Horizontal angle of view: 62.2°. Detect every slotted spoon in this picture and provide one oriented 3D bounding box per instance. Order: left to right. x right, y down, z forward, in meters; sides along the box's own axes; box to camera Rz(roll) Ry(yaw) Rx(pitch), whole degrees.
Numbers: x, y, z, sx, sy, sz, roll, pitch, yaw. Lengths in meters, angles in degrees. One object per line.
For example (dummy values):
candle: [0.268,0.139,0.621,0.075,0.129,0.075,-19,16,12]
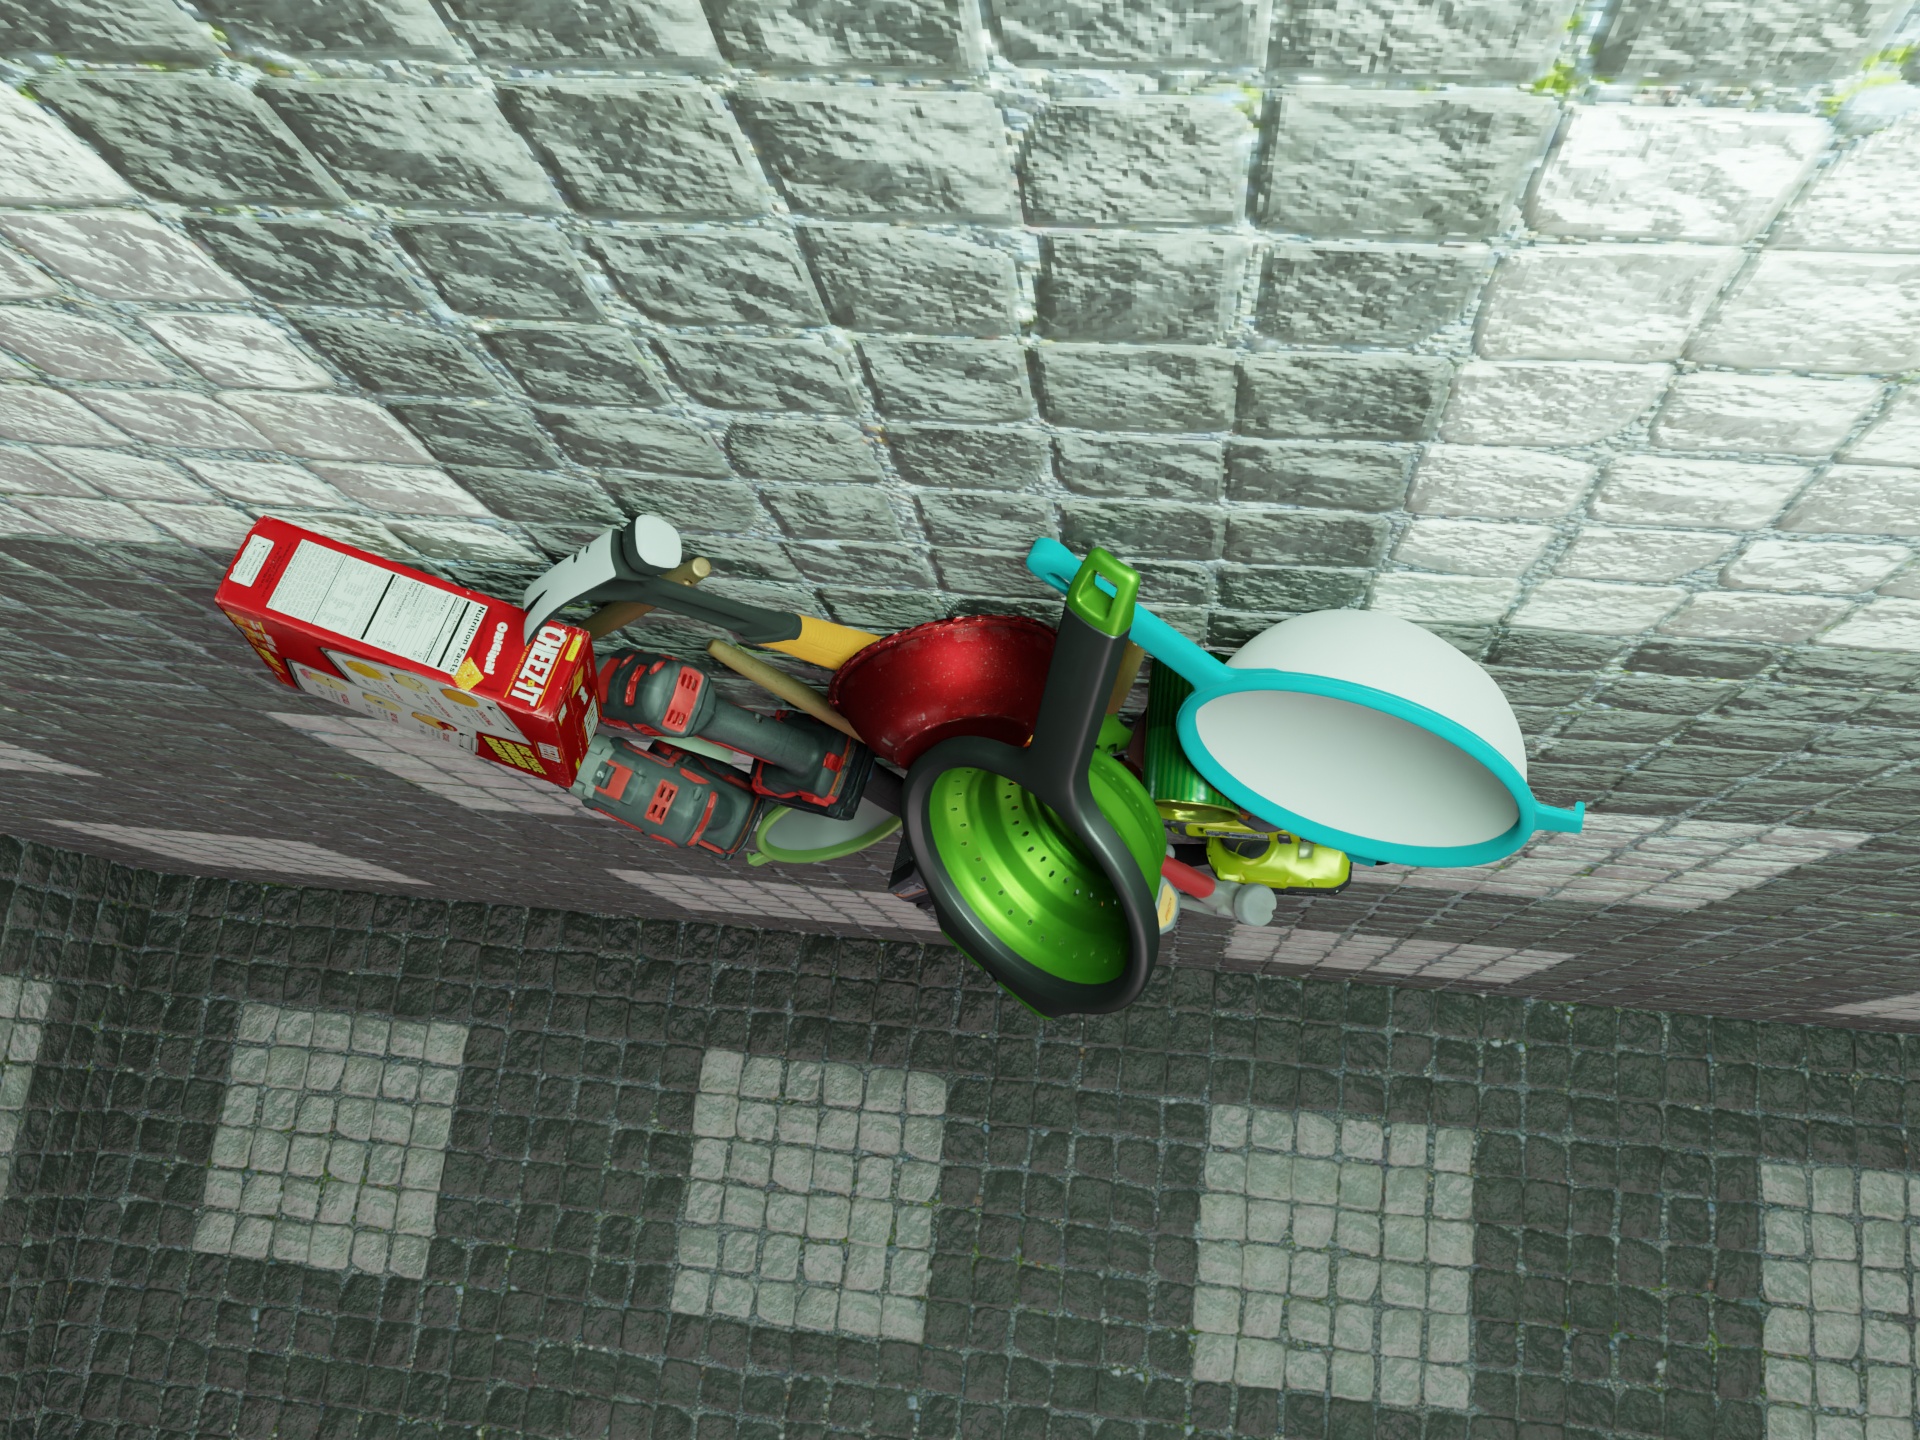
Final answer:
slotted spoon: [0.106,-0.018,1.122,0.070,0.031,0.313,5,165,0]

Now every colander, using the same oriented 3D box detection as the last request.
colander: [0.075,0.029,0.967,0.205,0.094,0.396,38,144,21]

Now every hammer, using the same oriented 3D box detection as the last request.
hammer: [-0.108,-0.050,1.010,0.127,0.034,0.336,-23,155,37]
hammer: [-0.032,0.081,1.436,0.128,0.033,0.330,-32,153,11]
hammer: [0.093,0.088,1.381,0.386,0.038,0.143,28,169,-27]

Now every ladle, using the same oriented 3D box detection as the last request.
ladle: [-0.251,-0.053,1.074,0.078,0.062,0.320,31,153,-27]
ladle: [-0.060,0.016,1.206,0.315,0.031,0.069,31,180,-30]

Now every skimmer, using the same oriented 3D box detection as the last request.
skimmer: [0.158,0.120,1.593,0.090,0.127,0.363,34,-165,29]

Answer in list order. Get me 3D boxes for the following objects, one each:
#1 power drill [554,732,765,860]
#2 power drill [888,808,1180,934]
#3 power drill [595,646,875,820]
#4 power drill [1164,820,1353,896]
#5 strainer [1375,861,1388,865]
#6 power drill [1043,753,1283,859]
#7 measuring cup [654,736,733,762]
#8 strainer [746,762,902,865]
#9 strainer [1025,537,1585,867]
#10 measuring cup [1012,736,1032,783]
power drill: [-0.270,0.049,1.325,0.188,0.080,0.226,24,177,10]
power drill: [0.056,0.145,1.380,0.226,0.084,0.185,18,163,-10]
power drill: [-0.182,0.004,1.216,0.219,0.078,0.143,25,169,-40]
power drill: [0.289,0.095,1.405,0.190,0.080,0.228,3,163,17]
strainer: [0.390,0.103,1.471,0.087,0.050,0.258,-37,176,-7]
power drill: [0.186,0.057,1.231,0.226,0.084,0.164,-13,179,33]
measuring cup: [-0.260,-0.008,1.328,0.168,0.038,0.083,20,177,19]
strainer: [-0.075,0.063,1.485,0.256,0.069,0.151,-6,151,-28]
strainer: [0.190,-0.035,0.924,0.340,0.095,0.211,33,157,-16]
measuring cup: [-0.002,-0.004,1.167,0.173,0.052,0.095,25,144,-32]
